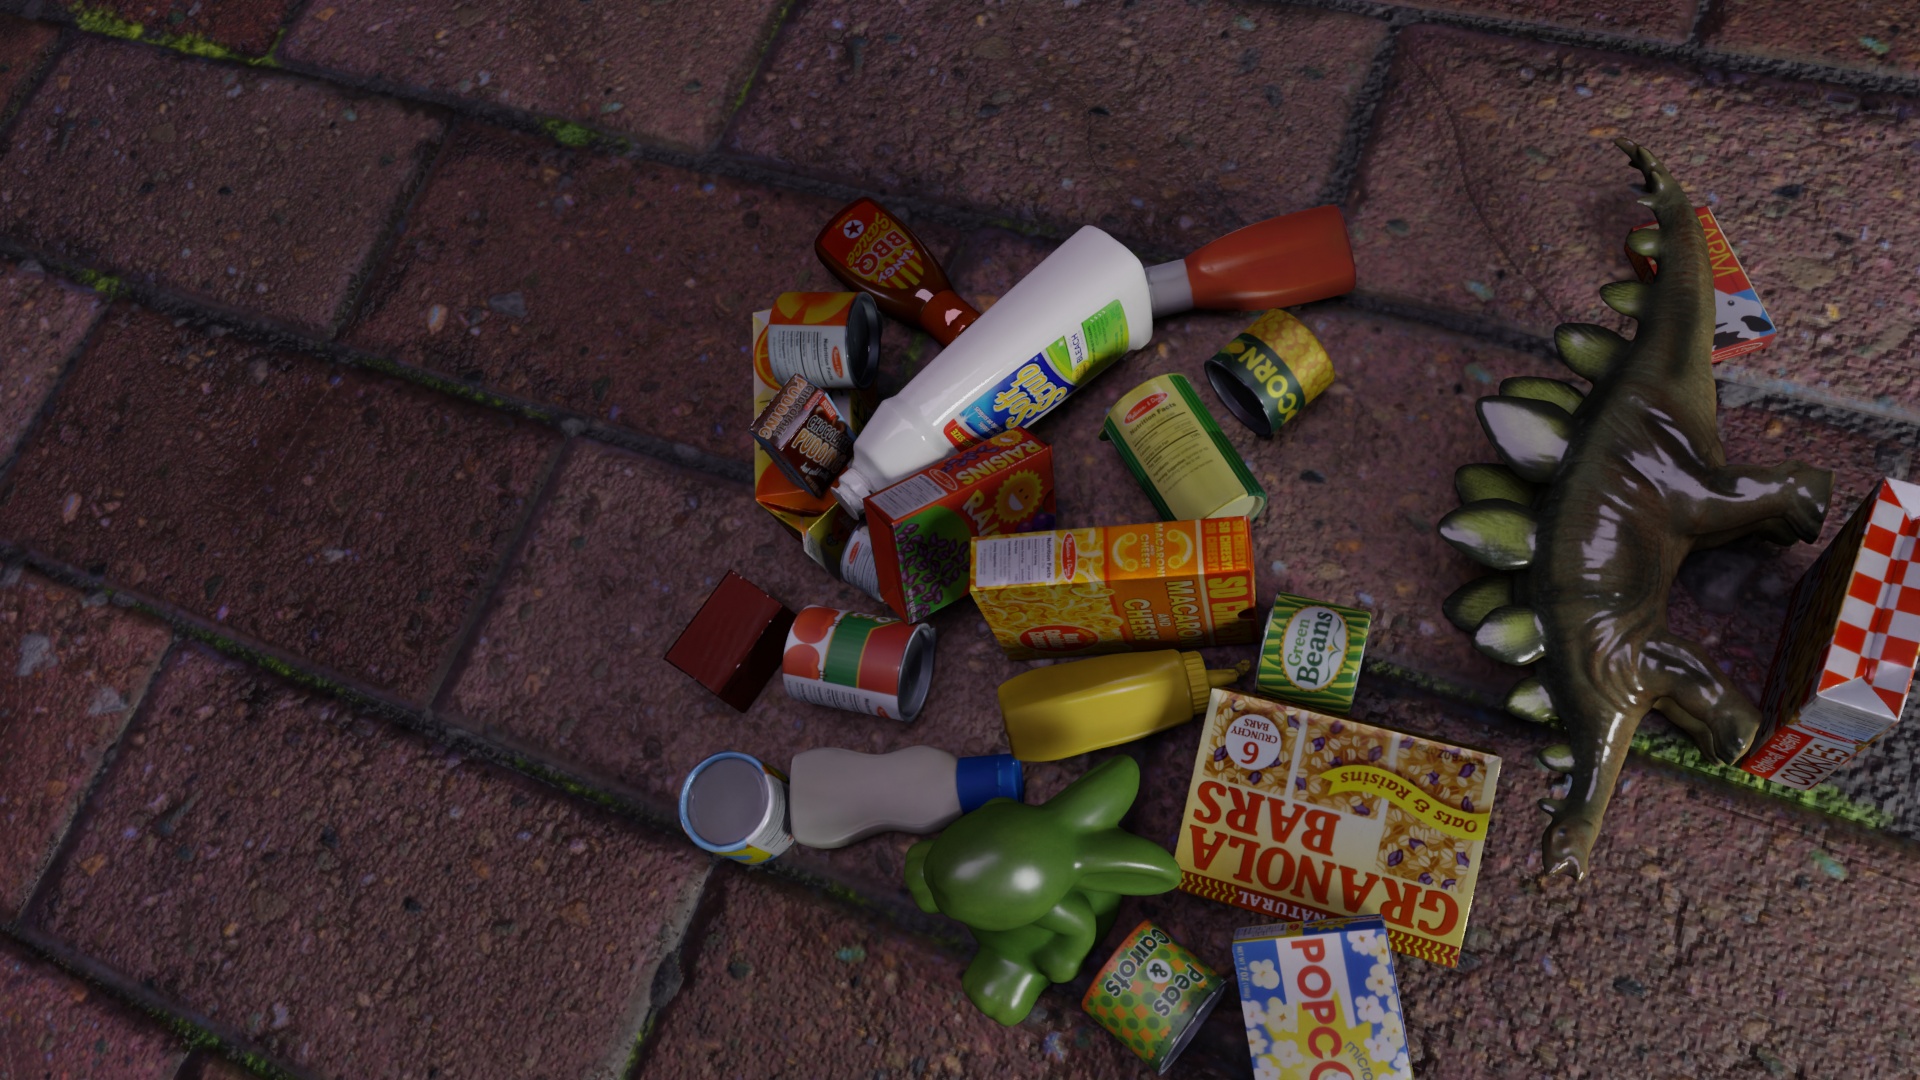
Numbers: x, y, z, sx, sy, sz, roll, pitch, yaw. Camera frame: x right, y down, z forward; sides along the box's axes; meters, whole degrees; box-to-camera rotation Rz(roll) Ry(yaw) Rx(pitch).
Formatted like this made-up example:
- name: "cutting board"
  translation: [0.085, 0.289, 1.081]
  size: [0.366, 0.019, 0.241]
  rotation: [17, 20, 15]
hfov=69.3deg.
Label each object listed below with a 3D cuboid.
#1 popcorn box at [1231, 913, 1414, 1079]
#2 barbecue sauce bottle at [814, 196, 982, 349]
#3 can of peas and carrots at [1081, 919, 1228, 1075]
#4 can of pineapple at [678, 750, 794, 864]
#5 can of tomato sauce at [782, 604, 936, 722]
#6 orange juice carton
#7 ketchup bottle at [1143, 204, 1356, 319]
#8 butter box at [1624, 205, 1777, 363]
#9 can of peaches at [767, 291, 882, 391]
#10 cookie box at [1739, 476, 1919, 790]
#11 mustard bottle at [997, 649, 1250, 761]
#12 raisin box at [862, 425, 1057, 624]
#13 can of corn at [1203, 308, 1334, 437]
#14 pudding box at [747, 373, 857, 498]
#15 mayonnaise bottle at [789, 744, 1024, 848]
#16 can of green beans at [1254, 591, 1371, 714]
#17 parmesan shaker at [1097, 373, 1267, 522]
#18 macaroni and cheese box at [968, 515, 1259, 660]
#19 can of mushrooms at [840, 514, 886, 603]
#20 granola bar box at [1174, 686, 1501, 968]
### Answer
- name: "popcorn box"
  translation: [0.204, 0.277, 0.771]
  size: [0.085, 0.038, 0.126]
  rotation: [-10, 85, 13]
- name: "barbecue sauce bottle"
  translation: [-0.041, -0.193, 1.035]
  size: [0.065, 0.043, 0.149]
  rotation: [-43, 66, -6]
- name: "can of peas and carrots"
  translation: [0.112, 0.262, 0.803]
  size: [0.059, 0.070, 0.071]
  rotation: [35, 81, 24]
- name: "can of pineapple"
  translation: [-0.145, 0.174, 0.907]
  size: [0.071, 0.057, 0.071]
  rotation: [-5, 68, 12]
- name: "can of tomato sauce"
  translation: [-0.066, 0.079, 0.921]
  size: [0.083, 0.071, 0.071]
  rotation: [8, 71, 17]
- name: "orange juice carton"
  translation: [-0.101, -0.070, 0.985]
  size: [0.073, 0.071, 0.193]
  rotation: [-9, 67, 11]
- name: "ketchup bottle"
  translation: [0.197, -0.189, 0.976]
  size: [0.149, 0.043, 0.065]
  rotation: [-12, 66, 9]
- name: "butter box"
  translation: [0.482, -0.165, 0.907]
  size: [0.053, 0.024, 0.104]
  rotation: [-17, 66, 6]
- name: "can of peaches"
  translation: [-0.090, -0.135, 0.934]
  size: [0.058, 0.071, 0.071]
  rotation: [3, 70, 16]
- name: "cookie box"
  translation: [0.473, 0.057, 0.744]
  size: [0.040, 0.167, 0.123]
  rotation: [20, 75, 23]
- name: "mustard bottle"
  translation: [0.105, 0.099, 0.874]
  size: [0.160, 0.065, 0.048]
  rotation: [-11, 107, 2]
- name: "raisin box"
  translation: [0.003, -0.011, 0.905]
  size: [0.124, 0.085, 0.040]
  rotation: [-27, 41, -24]
- name: "can of corn"
  translation: [0.207, -0.113, 0.928]
  size: [0.058, 0.071, 0.071]
  rotation: [-40, 65, -4]
- name: "pudding box"
  translation: [-0.099, -0.067, 0.897]
  size: [0.030, 0.083, 0.050]
  rotation: [33, 79, 21]
- name: "mayonnaise bottle"
  translation: [-0.035, 0.162, 0.895]
  size: [0.148, 0.041, 0.065]
  rotation: [-6, 69, 10]
- name: "can of green beans"
  translation: [0.217, 0.069, 0.856]
  size: [0.058, 0.071, 0.071]
  rotation: [13, 73, 18]
- name: "parmesan shaker"
  translation: [0.146, -0.049, 0.921]
  size: [0.071, 0.071, 0.103]
  rotation: [-30, 66, 1]
- name: "macaroni and cheese box"
  translation: [0.099, 0.033, 0.866]
  size: [0.166, 0.123, 0.040]
  rotation: [-4, 65, 12]
- name: "can of mushrooms"
  translation: [-0.047, 0.007, 0.947]
  size: [0.033, 0.071, 0.071]
  rotation: [30, 79, 23]
- name: "granola bar box"
  translation: [0.218, 0.164, 0.816]
  size: [0.165, 0.039, 0.124]
  rotation: [12, 89, 18]
